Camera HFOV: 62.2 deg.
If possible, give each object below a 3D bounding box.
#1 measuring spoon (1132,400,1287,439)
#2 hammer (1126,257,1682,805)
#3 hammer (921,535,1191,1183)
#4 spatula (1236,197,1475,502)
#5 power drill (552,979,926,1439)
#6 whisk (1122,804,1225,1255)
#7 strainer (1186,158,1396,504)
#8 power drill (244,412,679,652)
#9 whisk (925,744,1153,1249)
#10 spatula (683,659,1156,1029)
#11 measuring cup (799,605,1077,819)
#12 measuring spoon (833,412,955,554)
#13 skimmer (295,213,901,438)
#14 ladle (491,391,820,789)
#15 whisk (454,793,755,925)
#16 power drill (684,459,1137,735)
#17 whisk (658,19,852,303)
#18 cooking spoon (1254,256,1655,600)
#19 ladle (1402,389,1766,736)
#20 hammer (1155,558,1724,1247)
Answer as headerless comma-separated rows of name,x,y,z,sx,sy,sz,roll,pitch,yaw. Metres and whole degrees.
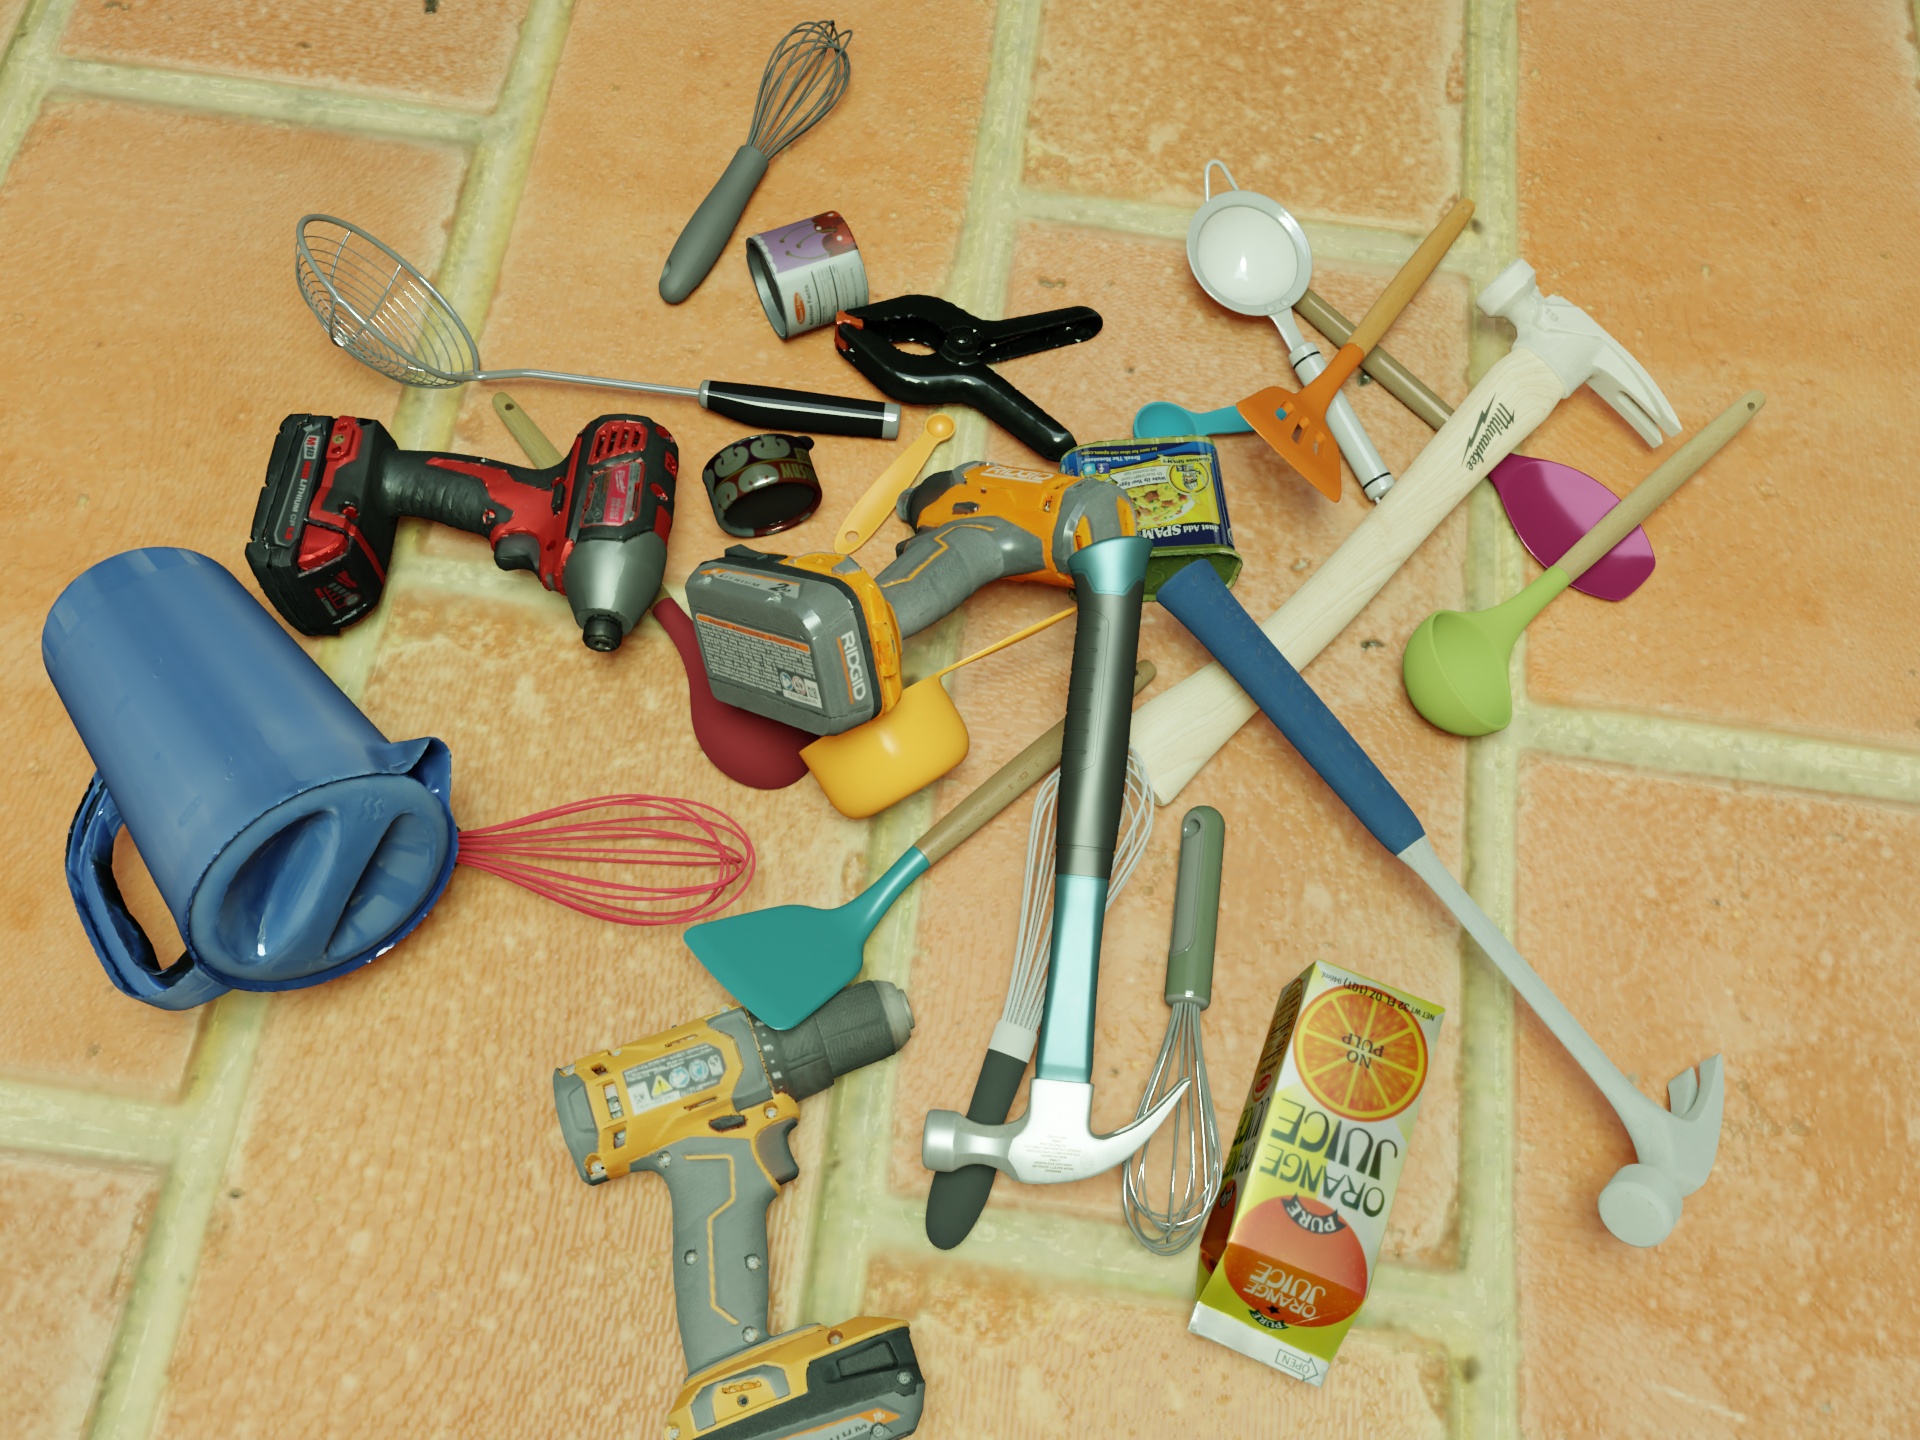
measuring spoon,0.167,-0.184,1.006,0.128,0.021,0.042,-11,68,-17
hammer,0.253,-0.095,0.944,0.146,0.038,0.410,45,78,3
hammer,0.062,0.066,0.808,0.128,0.033,0.331,6,81,4
spatula,0.260,-0.245,0.987,0.081,0.041,0.323,42,58,-5
power drill,-0.085,0.246,0.786,0.185,0.084,0.226,-18,66,-12
whisk,0.119,0.158,0.848,0.059,0.058,0.246,26,60,-30
strainer,0.212,-0.236,1.007,0.087,0.050,0.258,-23,78,-17
power drill,-0.274,-0.105,0.899,0.219,0.078,0.143,1,63,0
whisk,0.040,0.139,0.841,0.070,0.070,0.285,19,77,5
spatula,-0.003,0.054,0.873,0.317,0.044,0.082,-39,57,-22
measuring cup,-0.001,-0.003,0.875,0.173,0.095,0.052,-28,90,-4
measuring spoon,-0.041,-0.145,0.982,0.021,0.011,0.117,33,74,14
skimmer,-0.213,-0.234,0.965,0.363,0.090,0.127,7,24,-4
ladle,-0.190,-0.086,0.942,0.069,0.031,0.316,-34,72,-19
whisk,-0.256,0.070,0.862,0.296,0.073,0.073,3,68,6
power drill,-0.034,-0.081,0.871,0.226,0.084,0.164,-31,32,-35
whisk,-0.135,-0.370,1.049,0.055,0.055,0.239,25,73,7
cooking spoon,0.307,-0.192,1.011,0.069,0.017,0.319,-42,76,-11
ladle,0.382,-0.104,0.947,0.320,0.062,0.078,-40,96,-13
hammer,0.249,0.074,0.846,0.144,0.035,0.406,-22,69,-48
